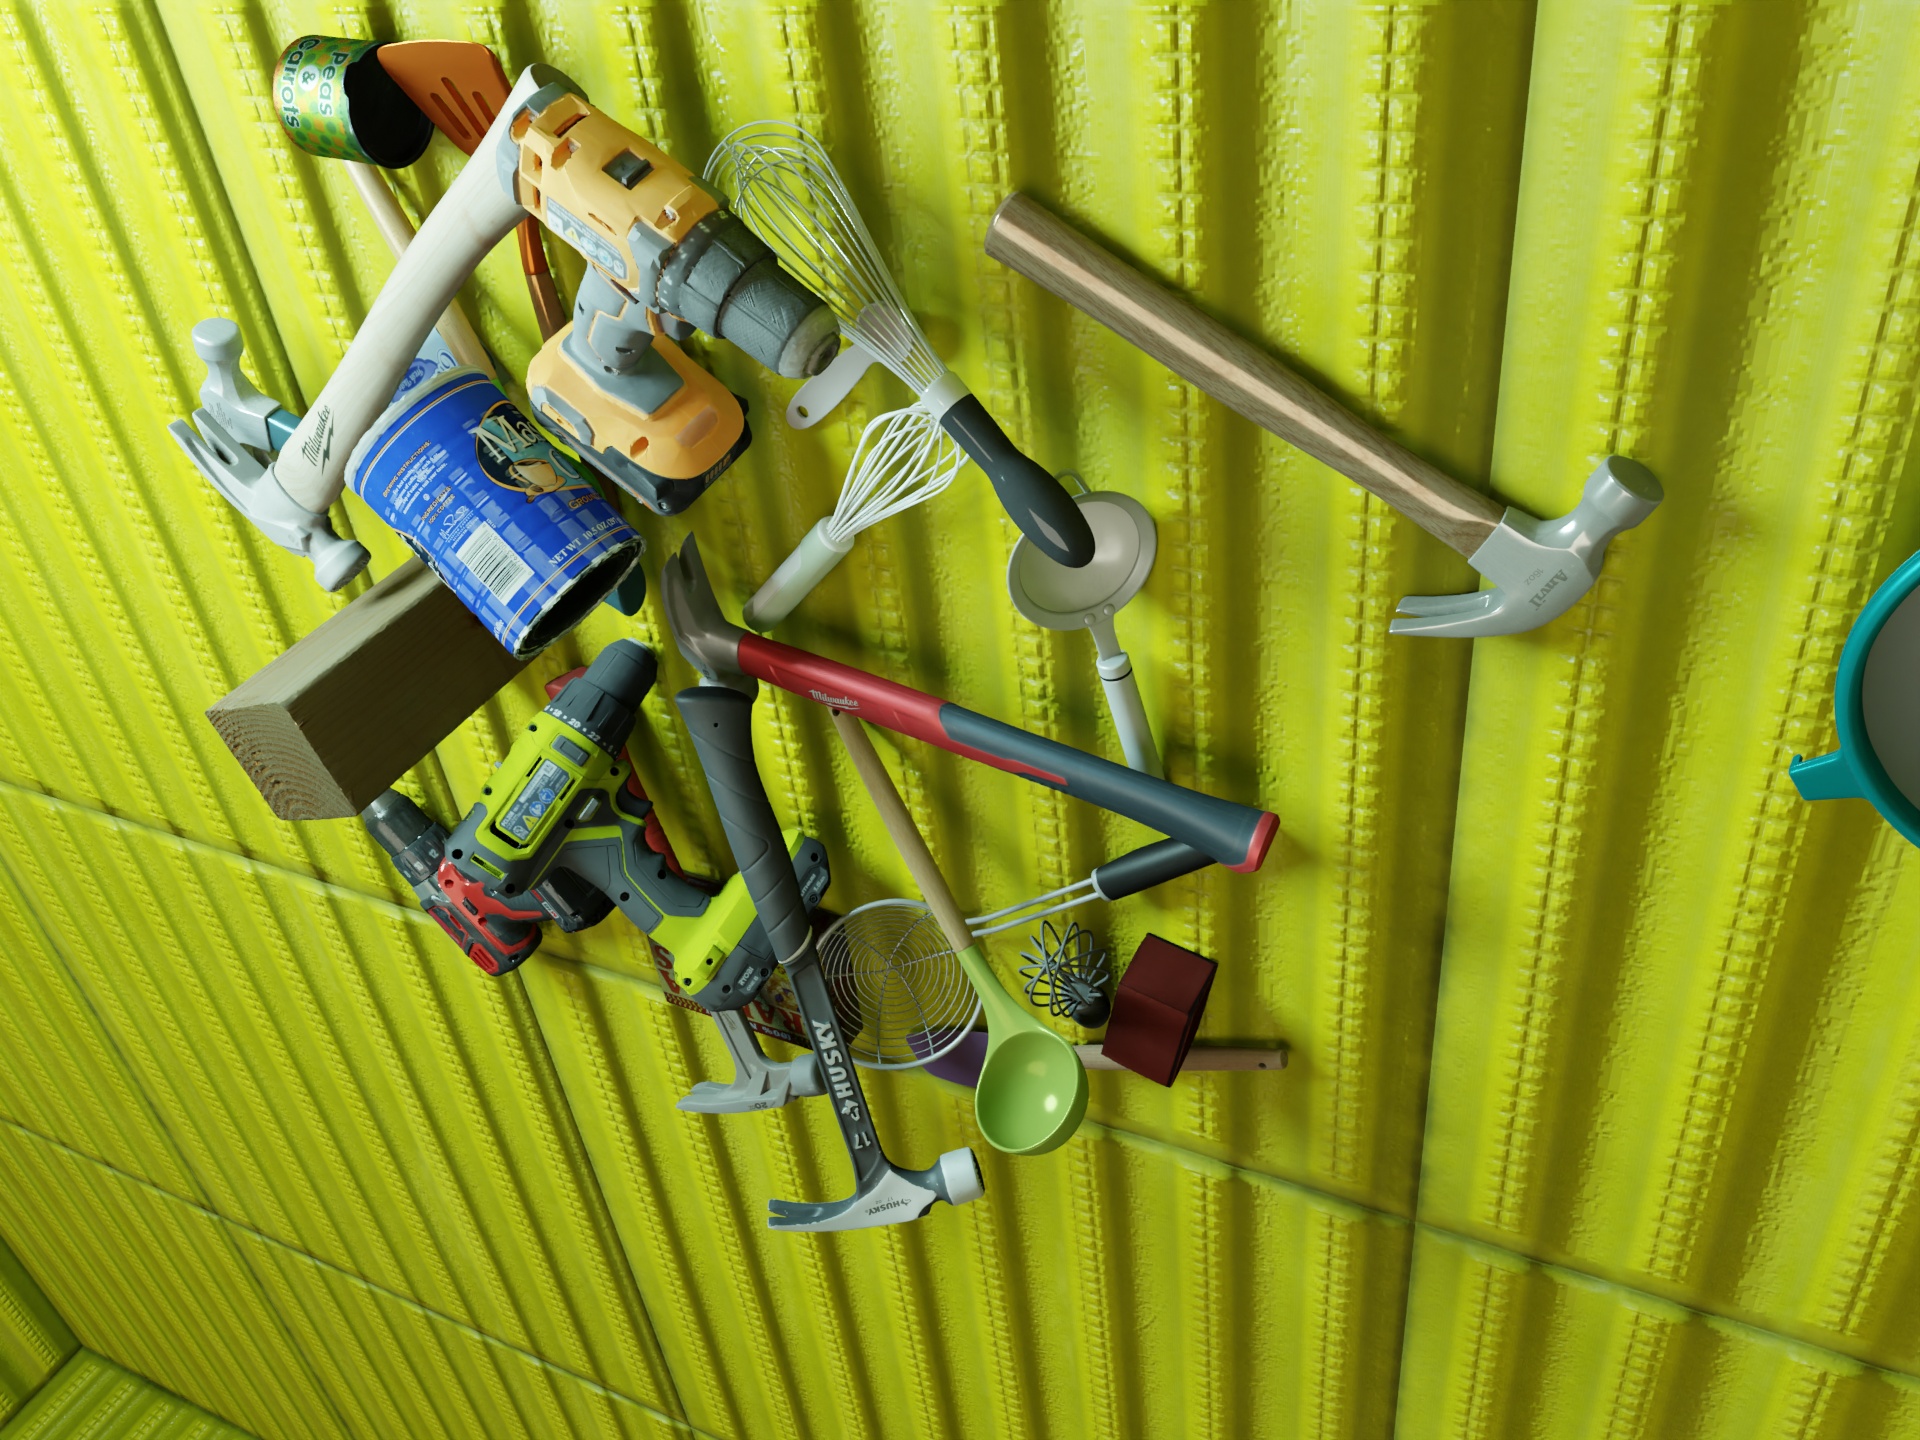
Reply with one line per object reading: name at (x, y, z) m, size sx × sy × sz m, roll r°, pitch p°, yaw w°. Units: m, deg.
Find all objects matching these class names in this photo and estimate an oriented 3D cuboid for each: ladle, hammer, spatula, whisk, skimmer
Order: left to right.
hammer at (-0.339, -0.234, 0.931) m, size 0.146 × 0.038 × 0.410 m, roll 46°, pitch 130°, yaw -10°
hammer at (-0.356, -0.151, 1.051) m, size 0.331 × 0.033 × 0.128 m, roll 24°, pitch 139°, yaw 9°
spatula at (-0.249, -0.239, 0.939) m, size 0.081 × 0.041 × 0.322 m, roll 10°, pitch 130°, yaw 25°
hammer at (-0.220, 0.131, 1.175) m, size 0.149 × 0.037 × 0.359 m, roll -14°, pitch 106°, yaw 34°
hammer at (-0.107, 0.165, 1.041) m, size 0.149 × 0.036 × 0.408 m, roll -17°, pitch 109°, yaw -1°
whisk at (-0.070, -0.112, 0.926) m, size 0.059 × 0.058 × 0.246 m, roll 16°, pitch 148°, yaw -27°
whisk at (-0.027, -0.187, 0.797) m, size 0.284 × 0.070 × 0.070 m, roll 49°, pitch 136°, yaw 4°
ladle at (-0.014, 0.122, 1.003) m, size 0.078 × 0.062 × 0.320 m, roll -31°, pitch 83°, yaw 21°
hammer at (-0.001, -0.003, 0.927) m, size 0.386 × 0.038 × 0.143 m, roll 20°, pitch 148°, yaw 20°
skimmer at (0.040, 0.141, 1.028) m, size 0.363 × 0.090 × 0.127 m, roll -27°, pitch 108°, yaw 43°
whisk at (0.072, 0.166, 0.988) m, size 0.055 × 0.055 × 0.238 m, roll 22°, pitch 167°, yaw 16°
spatula at (0.089, 0.241, 1.130) m, size 0.316 × 0.018 × 0.059 m, roll -10°, pitch 120°, yaw 39°
hammer at (0.154, -0.150, 0.763) m, size 0.331 × 0.031 × 0.130 m, roll 34°, pitch 135°, yaw 5°

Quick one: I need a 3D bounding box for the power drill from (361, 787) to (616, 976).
power drill at (-0.380, 0.110, 1.283) m, size 0.226 × 0.080 × 0.187 m, roll -24°, pitch 109°, yaw 45°

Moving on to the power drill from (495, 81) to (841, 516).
power drill at (-0.150, -0.197, 0.832) m, size 0.185 × 0.084 × 0.226 m, roll 37°, pitch 155°, yaw 5°

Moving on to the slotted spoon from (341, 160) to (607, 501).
slotted spoon at (-0.299, -0.229, 0.965) m, size 0.070 × 0.031 × 0.313 m, roll -22°, pitch 102°, yaw 31°

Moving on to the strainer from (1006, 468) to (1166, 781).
strainer at (0.082, -0.038, 0.893) m, size 0.087 × 0.050 × 0.258 m, roll -24°, pitch 125°, yaw -5°

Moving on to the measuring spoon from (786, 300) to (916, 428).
measuring spoon at (-0.062, -0.195, 0.879) m, size 0.034 × 0.018 × 0.124 m, roll 49°, pitch 142°, yaw -10°

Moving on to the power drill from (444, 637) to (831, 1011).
power drill at (-0.206, 0.073, 1.087) m, size 0.228 × 0.190 × 0.080 m, roll 37°, pitch 166°, yaw -13°

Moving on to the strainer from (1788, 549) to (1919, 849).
strainer at (0.522, -0.006, 0.605) m, size 0.340 × 0.095 × 0.210 m, roll 21°, pitch 136°, yaw 14°
